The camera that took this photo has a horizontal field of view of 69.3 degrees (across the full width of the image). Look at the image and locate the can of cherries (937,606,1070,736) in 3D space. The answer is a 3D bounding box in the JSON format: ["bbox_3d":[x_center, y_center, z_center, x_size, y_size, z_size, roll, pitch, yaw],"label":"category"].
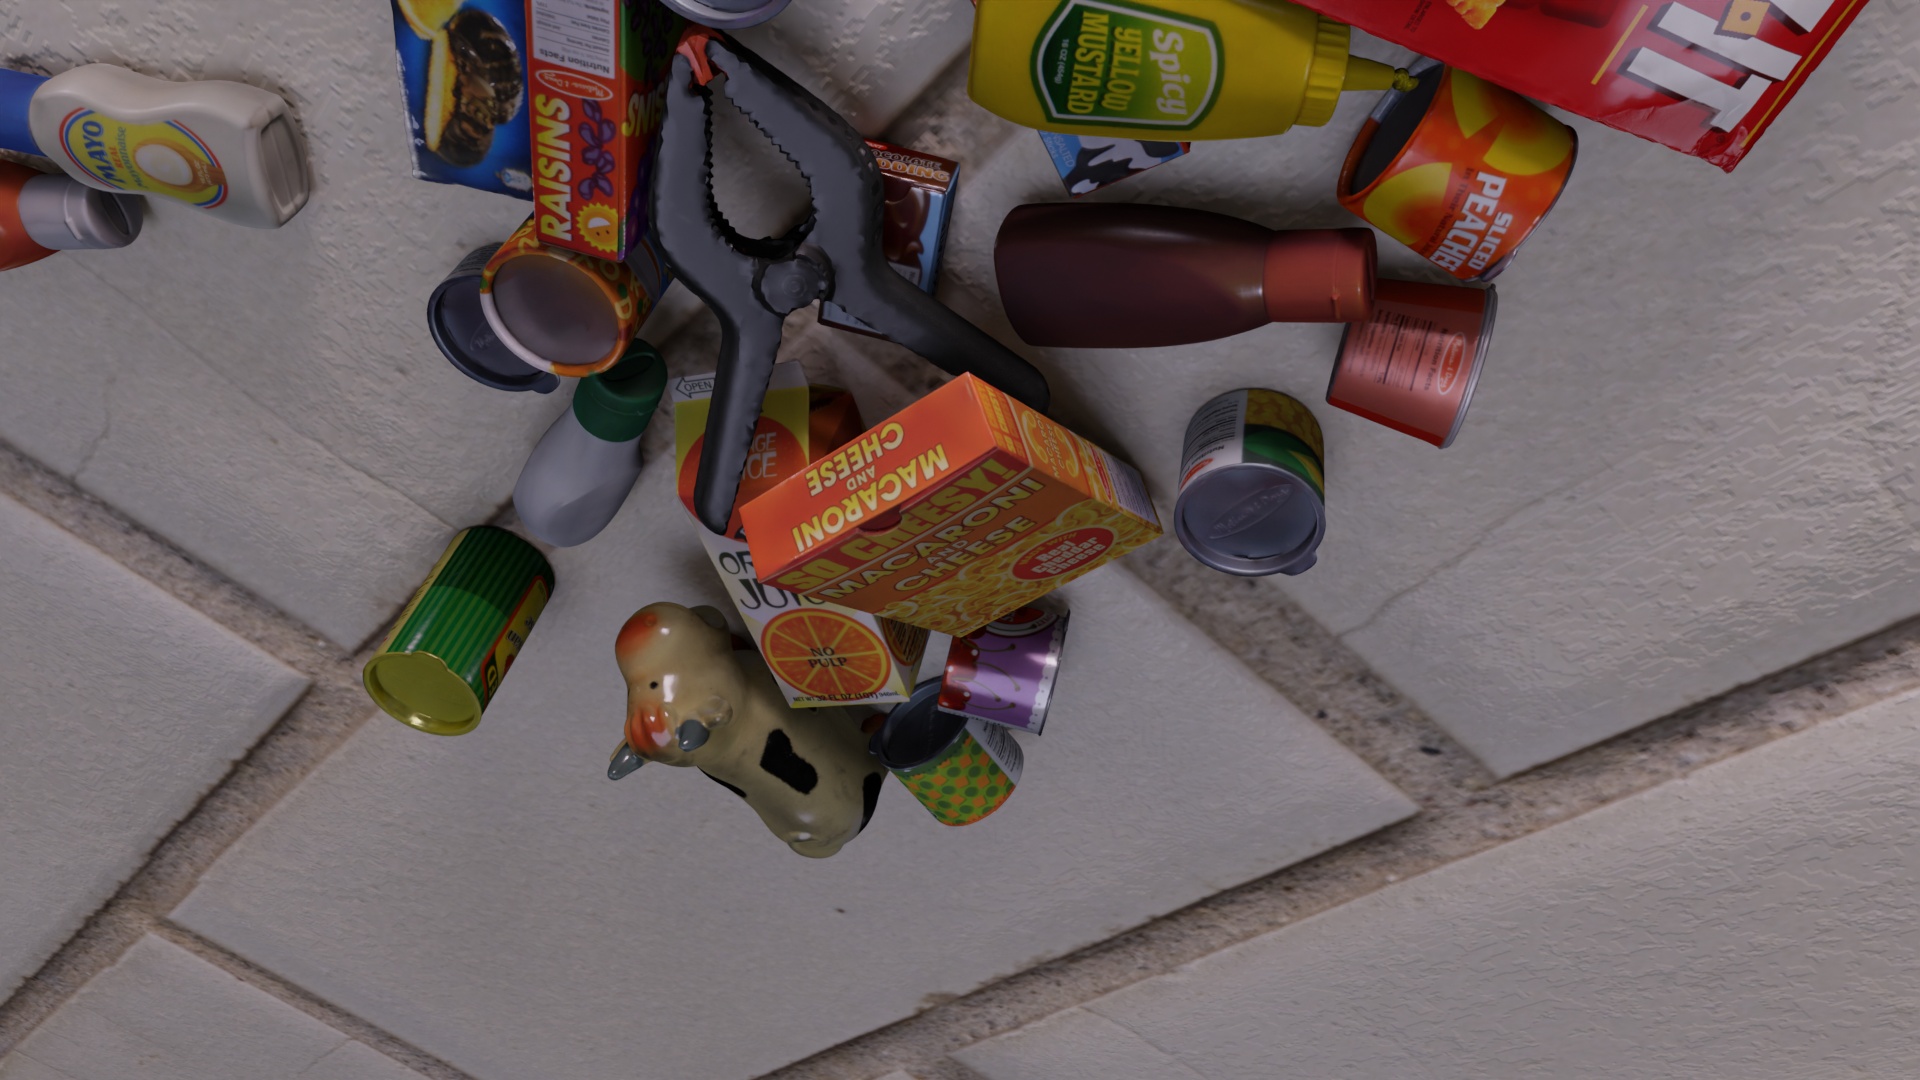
[{"bbox_3d":[0.023,0.063,0.742,0.058,0.072,0.071,14,133,3],"label":"can of cherries"}]

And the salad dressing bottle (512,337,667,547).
[{"bbox_3d":[-0.180,-0.047,0.683,0.044,0.064,0.147,53,142,6],"label":"salad dressing bottle"}]

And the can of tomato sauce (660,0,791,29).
[{"bbox_3d":[-0.075,-0.230,0.488,0.071,0.083,0.070,7,132,8],"label":"can of tomato sauce"}]

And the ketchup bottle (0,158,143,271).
[{"bbox_3d":[-0.479,-0.161,0.684,0.149,0.044,0.064,2,133,12],"label":"ketchup bottle"}]

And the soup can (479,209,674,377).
[{"bbox_3d":[-0.160,-0.122,0.608,0.071,0.084,0.071,7,132,8],"label":"soup can"}]

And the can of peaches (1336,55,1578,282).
[{"bbox_3d":[0.182,-0.137,0.514,0.058,0.071,0.071,29,132,-10],"label":"can of peaches"}]

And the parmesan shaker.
[{"bbox_3d":[-0.277,0.048,0.779,0.071,0.103,0.071,7,133,8],"label":"parmesan shaker"}]

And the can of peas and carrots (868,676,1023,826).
[{"bbox_3d":[-0.008,0.123,0.801,0.071,0.071,0.058,-20,124,29],"label":"can of peas and carrots"}]

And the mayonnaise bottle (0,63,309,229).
[{"bbox_3d":[-0.380,-0.186,0.636,0.148,0.041,0.064,11,135,4],"label":"mayonnaise bottle"}]

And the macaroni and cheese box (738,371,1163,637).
[{"bbox_3d":[0.002,-0.008,0.625,0.123,0.040,0.166,-29,156,23],"label":"macaroni and cheese box"}]

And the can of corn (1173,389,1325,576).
[{"bbox_3d":[0.135,-0.025,0.636,0.071,0.058,0.070,7,132,8],"label":"can of corn"}]

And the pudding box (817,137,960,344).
[{"bbox_3d":[-0.032,-0.129,0.606,0.050,0.030,0.083,15,133,3],"label":"pudding box"}]

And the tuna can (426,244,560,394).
[{"bbox_3d":[-0.217,-0.106,0.672,0.071,0.033,0.070,7,133,8],"label":"tuna can"}]

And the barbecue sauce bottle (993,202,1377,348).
[{"bbox_3d":[0.091,-0.107,0.566,0.148,0.044,0.064,5,143,25],"label":"barbecue sauce bottle"}]

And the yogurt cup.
[{"bbox_3d":[0.185,-0.077,0.575,0.054,0.073,0.072,16,134,11],"label":"yogurt cup"}]

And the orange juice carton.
[{"bbox_3d":[-0.078,-0.008,0.698,0.072,0.073,0.191,-6,129,20],"label":"orange juice carton"}]

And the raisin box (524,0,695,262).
[{"bbox_3d":[-0.134,-0.184,0.543,0.040,0.086,0.122,14,133,0],"label":"raisin box"}]

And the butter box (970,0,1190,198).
[{"bbox_3d":[0.046,-0.187,0.536,0.053,0.024,0.103,-16,126,26],"label":"butter box"}]

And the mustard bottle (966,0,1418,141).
[{"bbox_3d":[0.084,-0.173,0.491,0.160,0.049,0.065,7,133,1],"label":"mustard bottle"}]
